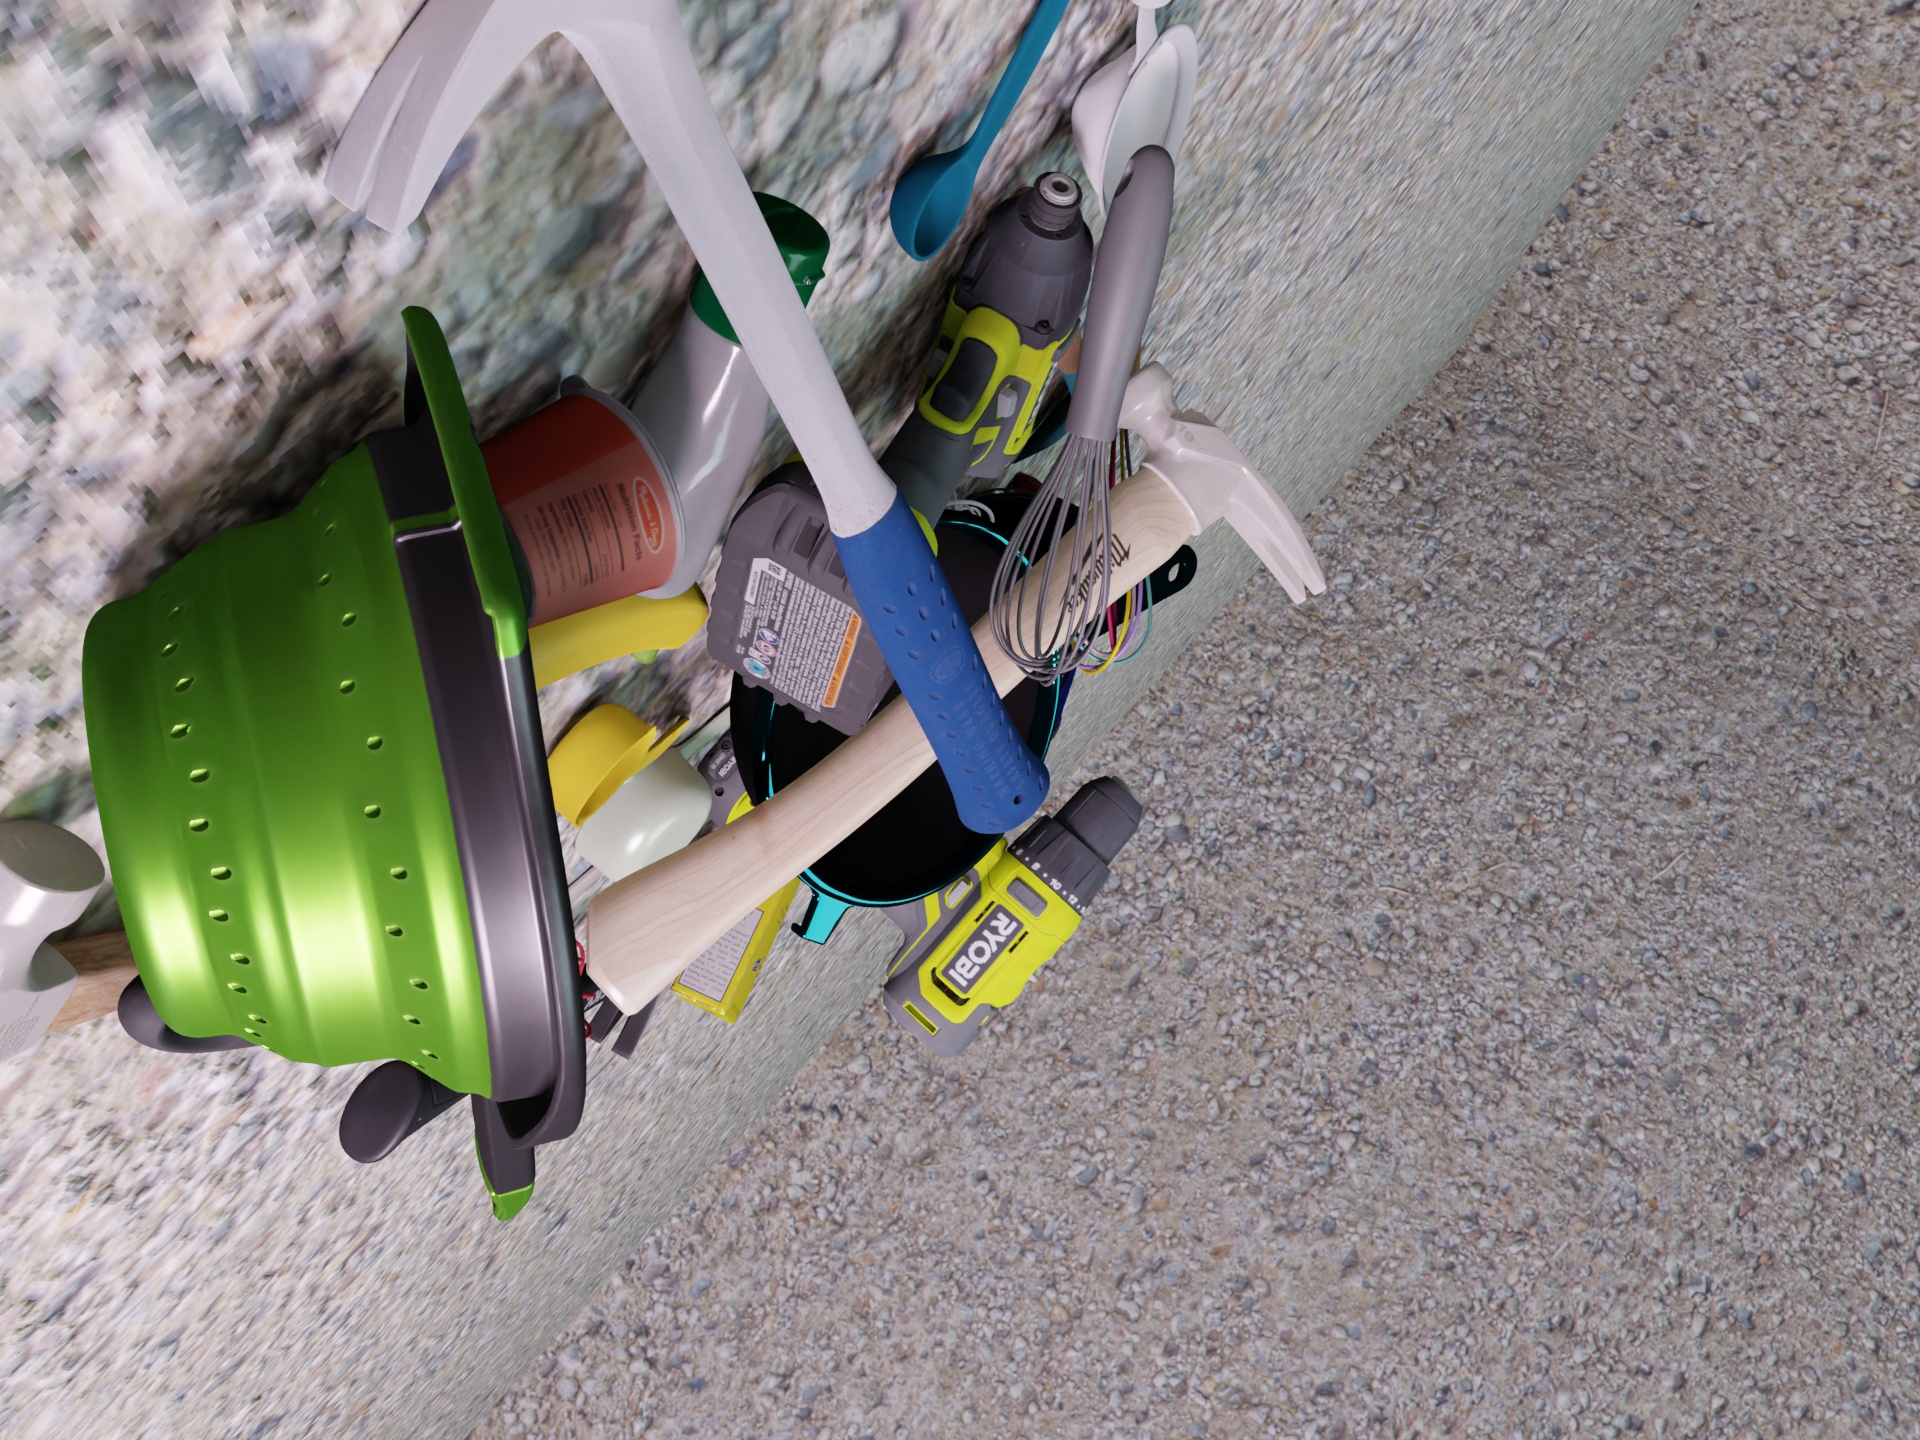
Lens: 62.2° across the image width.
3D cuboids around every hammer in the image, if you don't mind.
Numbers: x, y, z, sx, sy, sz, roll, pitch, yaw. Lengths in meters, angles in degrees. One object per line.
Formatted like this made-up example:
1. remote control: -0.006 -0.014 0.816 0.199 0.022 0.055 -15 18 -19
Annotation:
1. hammer: -0.001 -0.002 0.756 0.410 0.146 0.038 -41 -179 -19
2. hammer: -0.039 -0.071 0.505 0.144 0.035 0.405 -44 146 -13
3. hammer: -0.249 0.077 0.588 0.130 0.031 0.331 -52 171 12
4. hammer: -0.230 0.165 0.877 0.146 0.035 0.335 -65 171 13

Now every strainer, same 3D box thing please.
1. strainer: -0.005 -0.039 0.884 0.340 0.095 0.210 -30 124 -37
2. strainer: 0.073 -0.283 0.621 0.087 0.050 0.258 -57 168 -19

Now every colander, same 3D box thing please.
1. colander: -0.180 0.069 0.474 0.094 0.205 0.396 -11 144 -21

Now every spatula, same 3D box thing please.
1. spatula: 0.048 -0.209 0.859 0.082 0.044 0.317 -49 166 -2

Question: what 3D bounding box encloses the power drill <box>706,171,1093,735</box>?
1. power drill: -0.015 -0.119 0.681 0.223 0.080 0.171 -60 178 -30

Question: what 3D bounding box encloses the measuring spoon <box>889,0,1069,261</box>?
1. measuring spoon: 0.007 -0.235 0.599 0.128 0.021 0.042 -60 169 8

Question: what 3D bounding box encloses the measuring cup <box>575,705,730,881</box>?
1. measuring cup: -0.138 0.027 0.880 0.167 0.038 0.083 -43 169 -25

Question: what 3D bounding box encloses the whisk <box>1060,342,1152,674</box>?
1. whisk: 0.085 -0.144 0.848 0.047 0.051 0.245 94 1 -81

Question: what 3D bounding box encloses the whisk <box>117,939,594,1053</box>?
1. whisk: -0.216 0.109 0.615 0.073 0.073 0.295 -49 165 0

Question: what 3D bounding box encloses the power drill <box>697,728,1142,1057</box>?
1. power drill: -0.024 0.059 0.948 0.190 0.228 0.080 -49 171 -4

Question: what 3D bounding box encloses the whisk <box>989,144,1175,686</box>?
1. whisk: 0.057 -0.127 0.695 0.055 0.055 0.239 -31 138 -62

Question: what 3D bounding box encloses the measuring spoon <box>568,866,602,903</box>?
1. measuring spoon: -0.208 0.097 0.900 0.124 0.018 0.034 -44 170 -26

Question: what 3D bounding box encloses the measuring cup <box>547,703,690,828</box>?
1. measuring cup: -0.163 0.010 0.773 0.062 0.029 0.156 -51 -178 10

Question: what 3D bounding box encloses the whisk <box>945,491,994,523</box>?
1. whisk: -0.037 -0.065 0.991 0.059 0.058 0.246 -6 153 -23
